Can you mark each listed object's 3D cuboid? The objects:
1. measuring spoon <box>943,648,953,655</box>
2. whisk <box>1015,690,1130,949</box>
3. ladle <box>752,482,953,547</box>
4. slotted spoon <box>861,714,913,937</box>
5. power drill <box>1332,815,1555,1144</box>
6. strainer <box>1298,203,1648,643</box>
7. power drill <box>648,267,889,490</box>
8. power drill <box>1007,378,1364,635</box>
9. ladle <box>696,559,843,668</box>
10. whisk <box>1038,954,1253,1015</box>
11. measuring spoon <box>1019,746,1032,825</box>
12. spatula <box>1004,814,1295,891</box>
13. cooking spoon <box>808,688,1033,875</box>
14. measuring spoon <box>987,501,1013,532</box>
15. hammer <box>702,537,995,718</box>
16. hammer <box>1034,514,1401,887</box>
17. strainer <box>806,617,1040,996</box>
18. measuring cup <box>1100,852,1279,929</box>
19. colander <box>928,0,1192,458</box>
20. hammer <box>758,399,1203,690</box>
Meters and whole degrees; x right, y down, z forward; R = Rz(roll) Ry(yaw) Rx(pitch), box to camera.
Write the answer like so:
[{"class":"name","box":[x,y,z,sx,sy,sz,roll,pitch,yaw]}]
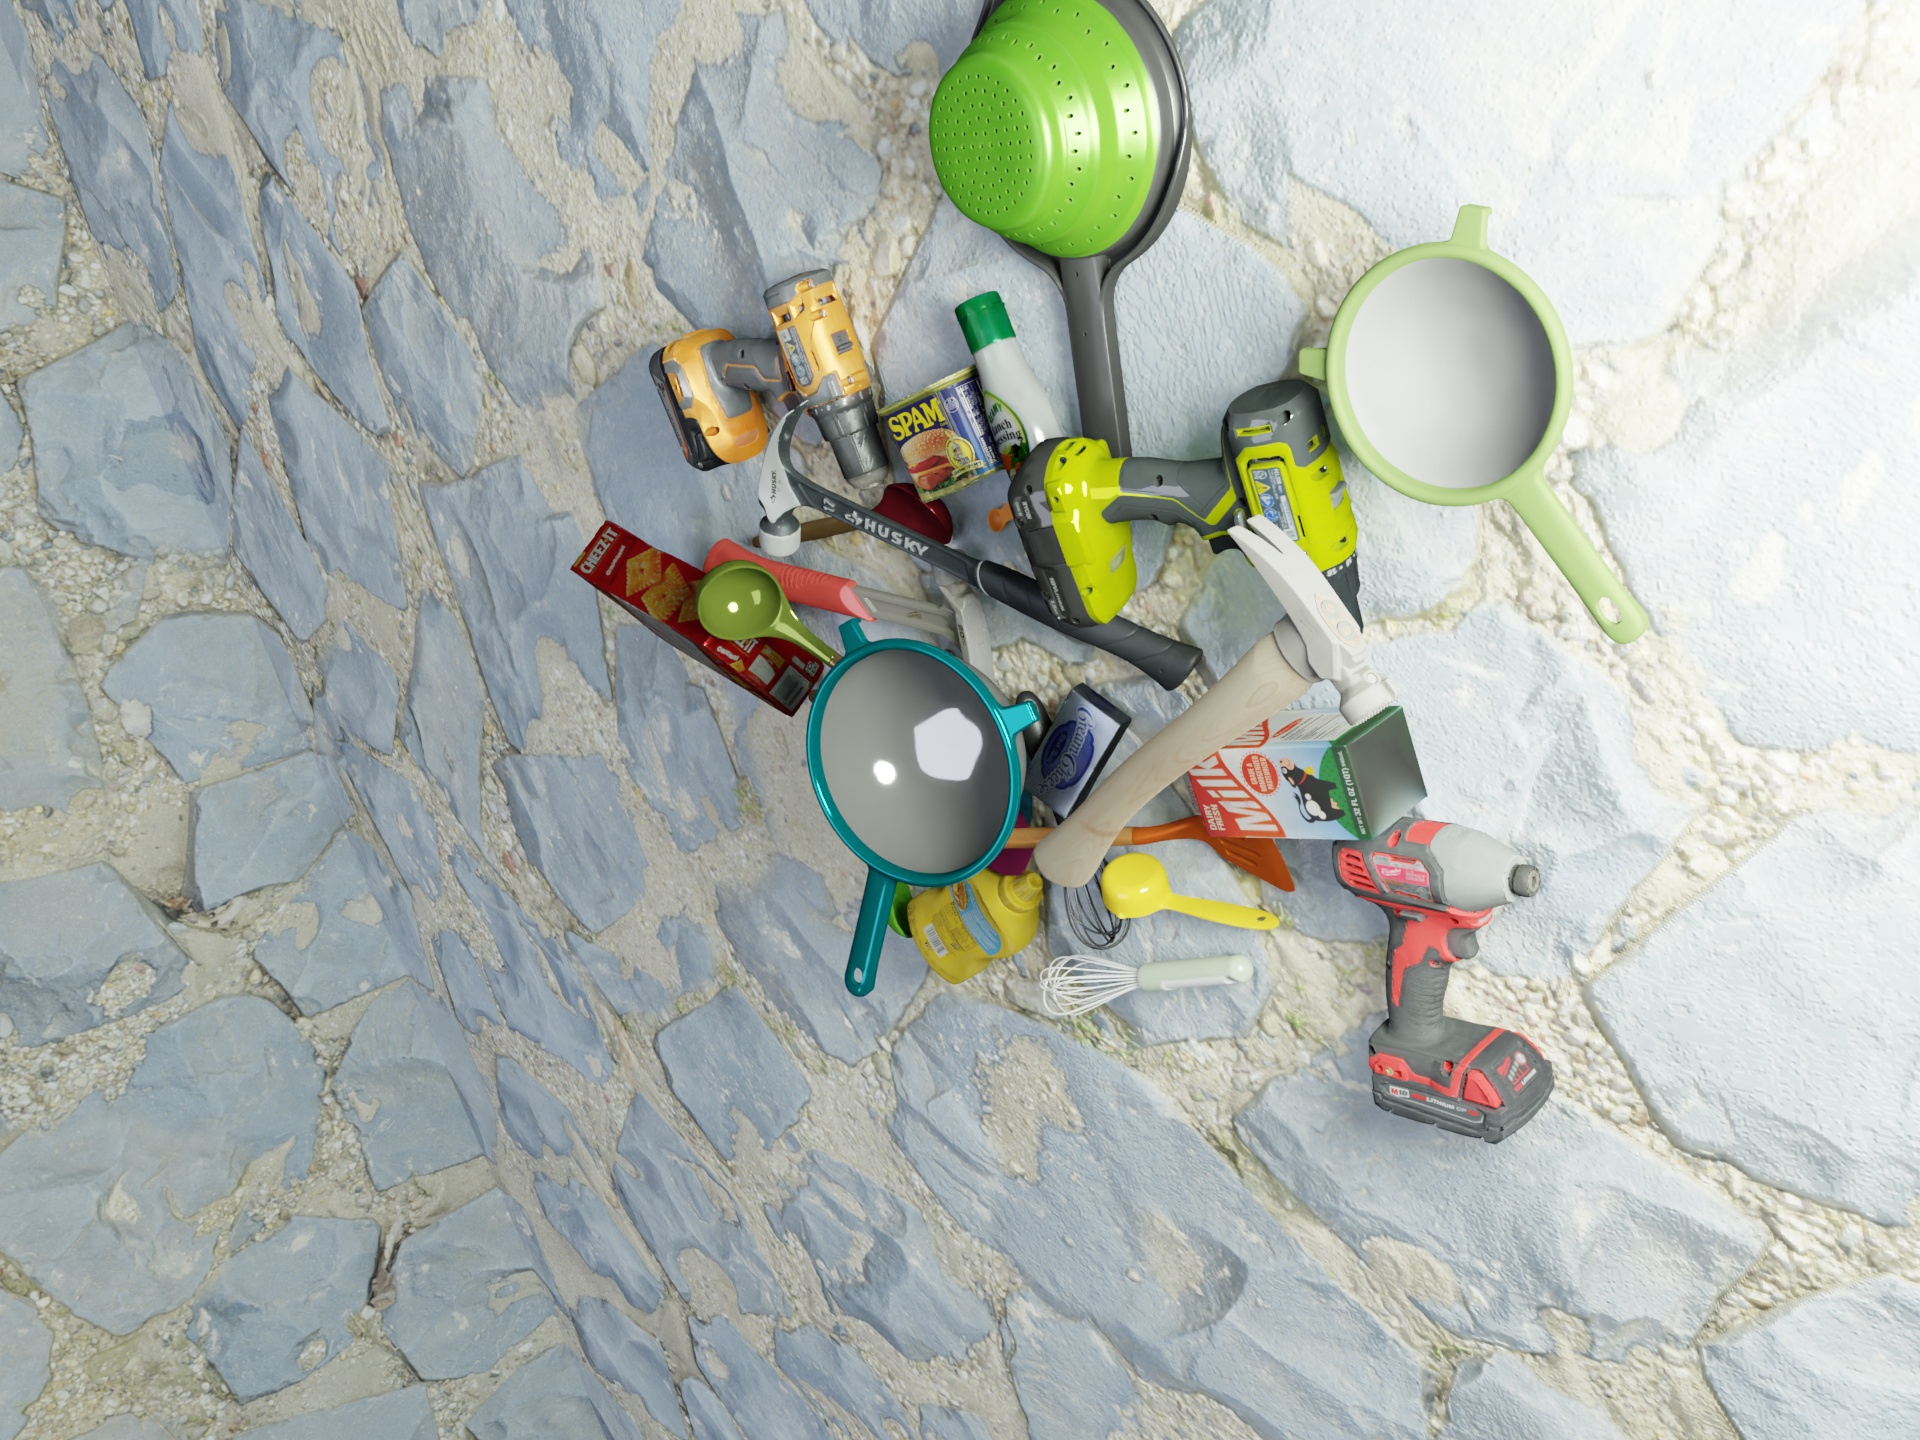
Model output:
[{"class":"measuring spoon","box":[-0.002,-0.005,1.439,0.034,0.018,0.124,6,117,48]},{"class":"whisk","box":[0.091,0.087,1.369,0.055,0.055,0.239,-11,100,52]},{"class":"ladle","box":[-0.105,-0.176,1.437,0.315,0.031,0.069,-1,136,53]},{"class":"slotted spoon","box":[-0.074,0.101,1.514,0.031,0.070,0.313,-3,135,5]},{"class":"power drill","box":[0.342,0.173,1.108,0.143,0.078,0.219,6,115,47]},{"class":"strainer","box":[0.321,-0.160,0.911,0.256,0.069,0.151,56,141,5]},{"class":"power drill","box":[-0.160,-0.278,1.396,0.226,0.084,0.185,-6,111,47]},{"class":"power drill","box":[0.162,-0.125,1.094,0.228,0.080,0.190,0,123,37]},{"class":"ladle","box":[-0.095,-0.036,1.416,0.320,0.062,0.078,35,110,-1]},{"class":"whisk","box":[0.157,0.225,1.384,0.057,0.059,0.246,33,150,-30]},{"class":"measuring spoon","box":[0.049,0.048,1.410,0.042,0.021,0.128,25,131,38]},{"class":"spatula","box":[0.119,0.102,1.304,0.323,0.041,0.081,-4,132,34]},{"class":"cooking spoon","box":[-0.044,0.049,1.506,0.319,0.017,0.068,36,115,36]},{"class":"measuring spoon","box":[0.060,-0.177,1.260,0.117,0.011,0.021,-26,82,50]},{"class":"hammer","box":[-0.113,-0.108,1.466,0.359,0.037,0.149,17,128,42]},{"class":"hammer","box":[0.146,0.017,1.141,0.146,0.038,0.410,57,146,11]},{"class":"strainer","box":[-0.035,0.083,1.368,0.211,0.095,0.340,26,117,25]},{"class":"measuring cup","box":[0.184,0.141,1.291,0.157,0.062,0.029,10,133,34]},{"class":"colander","box":[0.060,-0.318,1.091,0.205,0.094,0.396,15,124,44]},{"class":"hammer","box":[0.006,-0.126,1.265,0.409,0.036,0.149,26,137,20]}]
